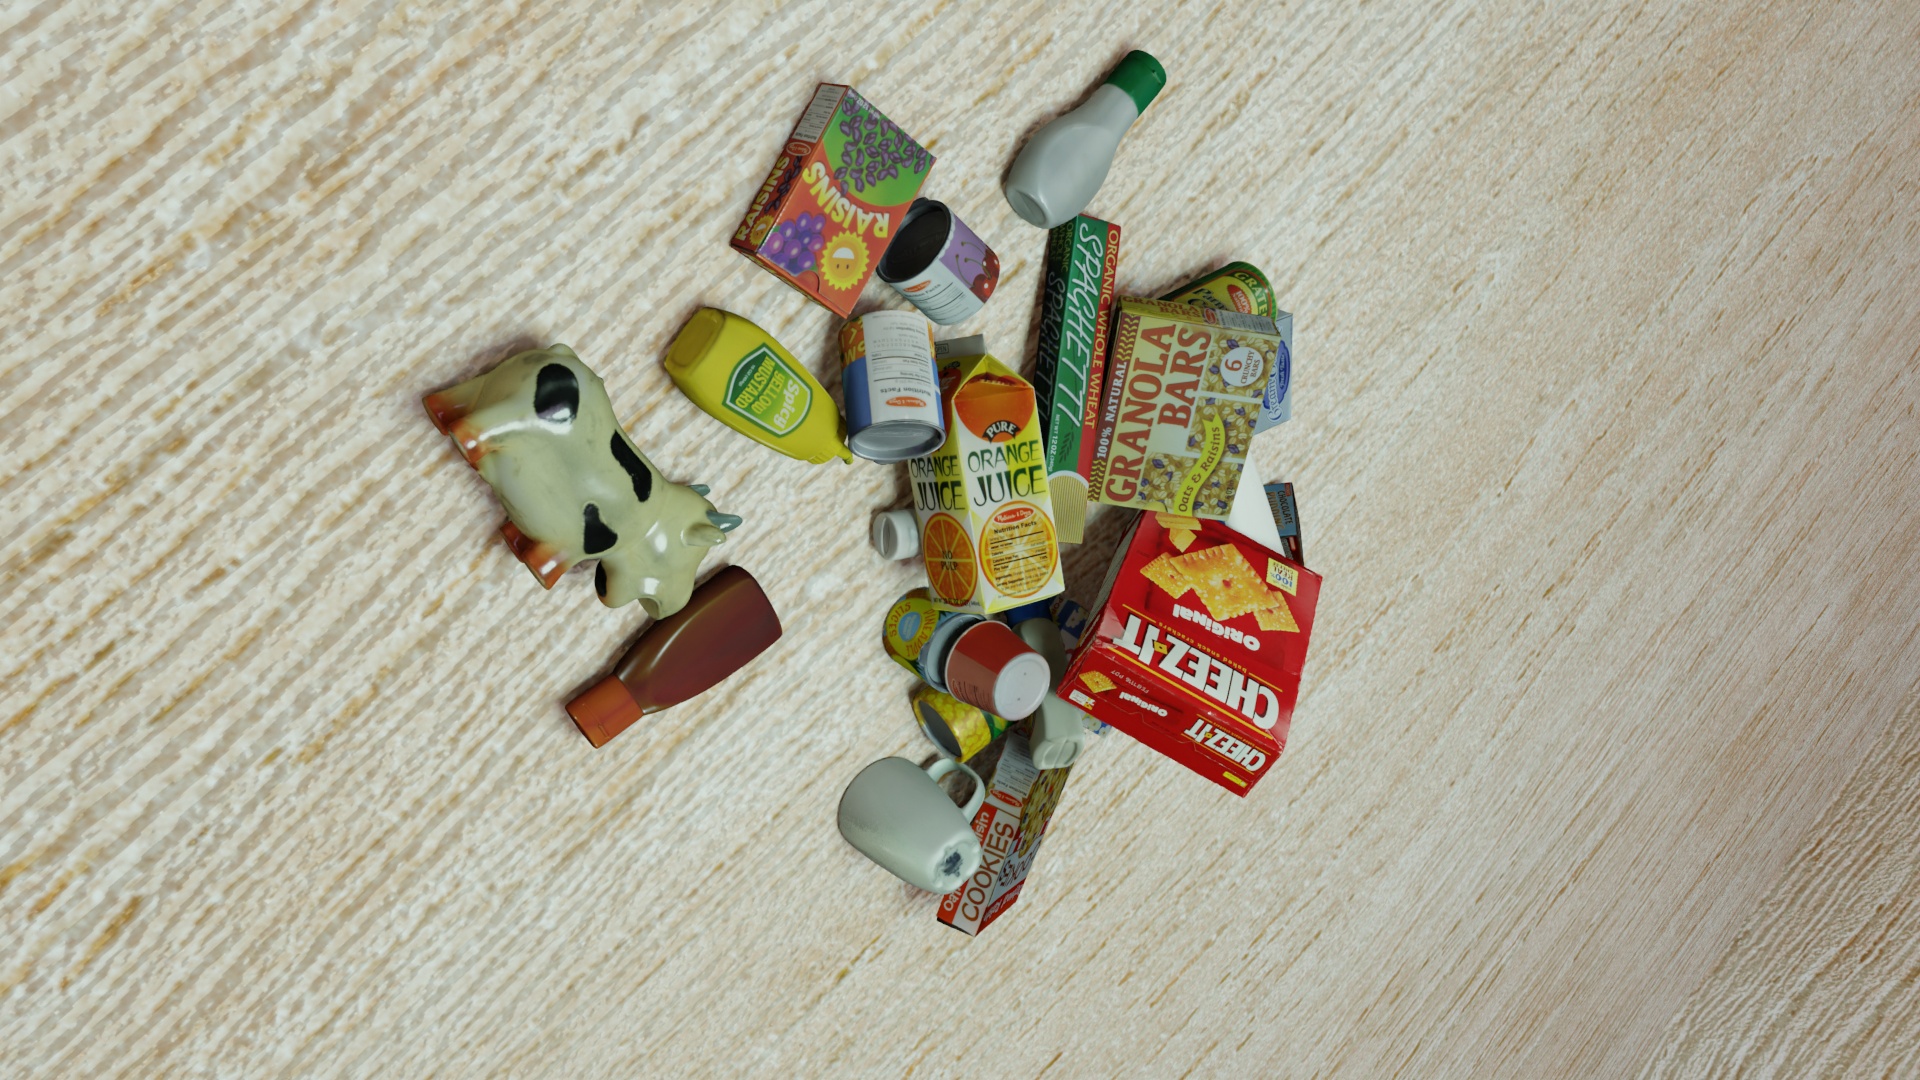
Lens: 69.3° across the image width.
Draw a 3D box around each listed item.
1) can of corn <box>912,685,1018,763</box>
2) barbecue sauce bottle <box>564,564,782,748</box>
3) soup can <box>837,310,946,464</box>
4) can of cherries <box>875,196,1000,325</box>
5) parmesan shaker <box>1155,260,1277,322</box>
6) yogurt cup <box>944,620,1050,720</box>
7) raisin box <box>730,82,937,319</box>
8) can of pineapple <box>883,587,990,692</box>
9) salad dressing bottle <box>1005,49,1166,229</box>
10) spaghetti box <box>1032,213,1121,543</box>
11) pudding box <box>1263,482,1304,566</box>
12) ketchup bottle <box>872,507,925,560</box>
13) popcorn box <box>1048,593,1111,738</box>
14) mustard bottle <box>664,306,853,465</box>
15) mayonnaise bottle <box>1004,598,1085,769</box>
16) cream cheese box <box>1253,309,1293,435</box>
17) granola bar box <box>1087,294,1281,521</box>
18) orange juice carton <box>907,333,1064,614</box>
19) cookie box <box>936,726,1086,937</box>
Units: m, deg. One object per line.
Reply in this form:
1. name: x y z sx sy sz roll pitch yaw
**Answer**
1. can of corn: 0.004 0.133 1.103 0.058 0.071 0.071 -34 127 -23
2. barbecue sauce bottle: -0.194 0.082 0.937 0.149 0.044 0.064 -37 128 -21
3. soup can: -0.048 -0.103 0.942 0.071 0.071 0.084 11 63 -41
4. can of cherries: -0.015 -0.192 0.954 0.058 0.071 0.071 34 85 -42
5. parmesan shaker: 0.200 -0.177 1.132 0.103 0.071 0.071 -29 124 -27
6. yogurt cup: 0.030 0.100 1.039 0.072 0.054 0.072 -15 116 -33
7. raisin box: -0.081 -0.220 0.904 0.086 0.040 0.123 30 89 -44
8. can of pineapple: -0.019 0.075 1.067 0.071 0.058 0.070 -16 118 -34
9. salad dressing bottle: 0.094 -0.294 1.014 0.148 0.044 0.064 -51 128 -12
10. spaghetti box: 0.081 -0.122 1.054 0.050 0.028 0.249 5 93 -39
11. pudding box: 0.297 -0.009 1.278 0.084 0.030 0.049 -78 154 -51
12. ketchup bottle: 0.004 -0.013 1.059 0.149 0.043 0.064 -10 110 -36
13. popcorn box: 0.101 0.107 1.192 0.126 0.038 0.085 36 84 -42
14. mustard bottle: -0.120 -0.091 0.921 0.160 0.049 0.065 35 86 -42
15. mayonnaise bottle: 0.063 0.102 1.094 0.041 0.149 0.064 -4 147 -12
16. cream cheese box: 0.269 -0.149 1.231 0.053 0.024 0.103 -22 121 -30
17. granola bar box: 0.168 -0.101 1.089 0.124 0.039 0.164 8 120 -3
18. orange juice carton: 0.012 -0.049 0.992 0.073 0.071 0.192 -13 97 -32
19. cookie box: 0.043 0.236 1.164 0.167 0.040 0.123 -68 162 5
